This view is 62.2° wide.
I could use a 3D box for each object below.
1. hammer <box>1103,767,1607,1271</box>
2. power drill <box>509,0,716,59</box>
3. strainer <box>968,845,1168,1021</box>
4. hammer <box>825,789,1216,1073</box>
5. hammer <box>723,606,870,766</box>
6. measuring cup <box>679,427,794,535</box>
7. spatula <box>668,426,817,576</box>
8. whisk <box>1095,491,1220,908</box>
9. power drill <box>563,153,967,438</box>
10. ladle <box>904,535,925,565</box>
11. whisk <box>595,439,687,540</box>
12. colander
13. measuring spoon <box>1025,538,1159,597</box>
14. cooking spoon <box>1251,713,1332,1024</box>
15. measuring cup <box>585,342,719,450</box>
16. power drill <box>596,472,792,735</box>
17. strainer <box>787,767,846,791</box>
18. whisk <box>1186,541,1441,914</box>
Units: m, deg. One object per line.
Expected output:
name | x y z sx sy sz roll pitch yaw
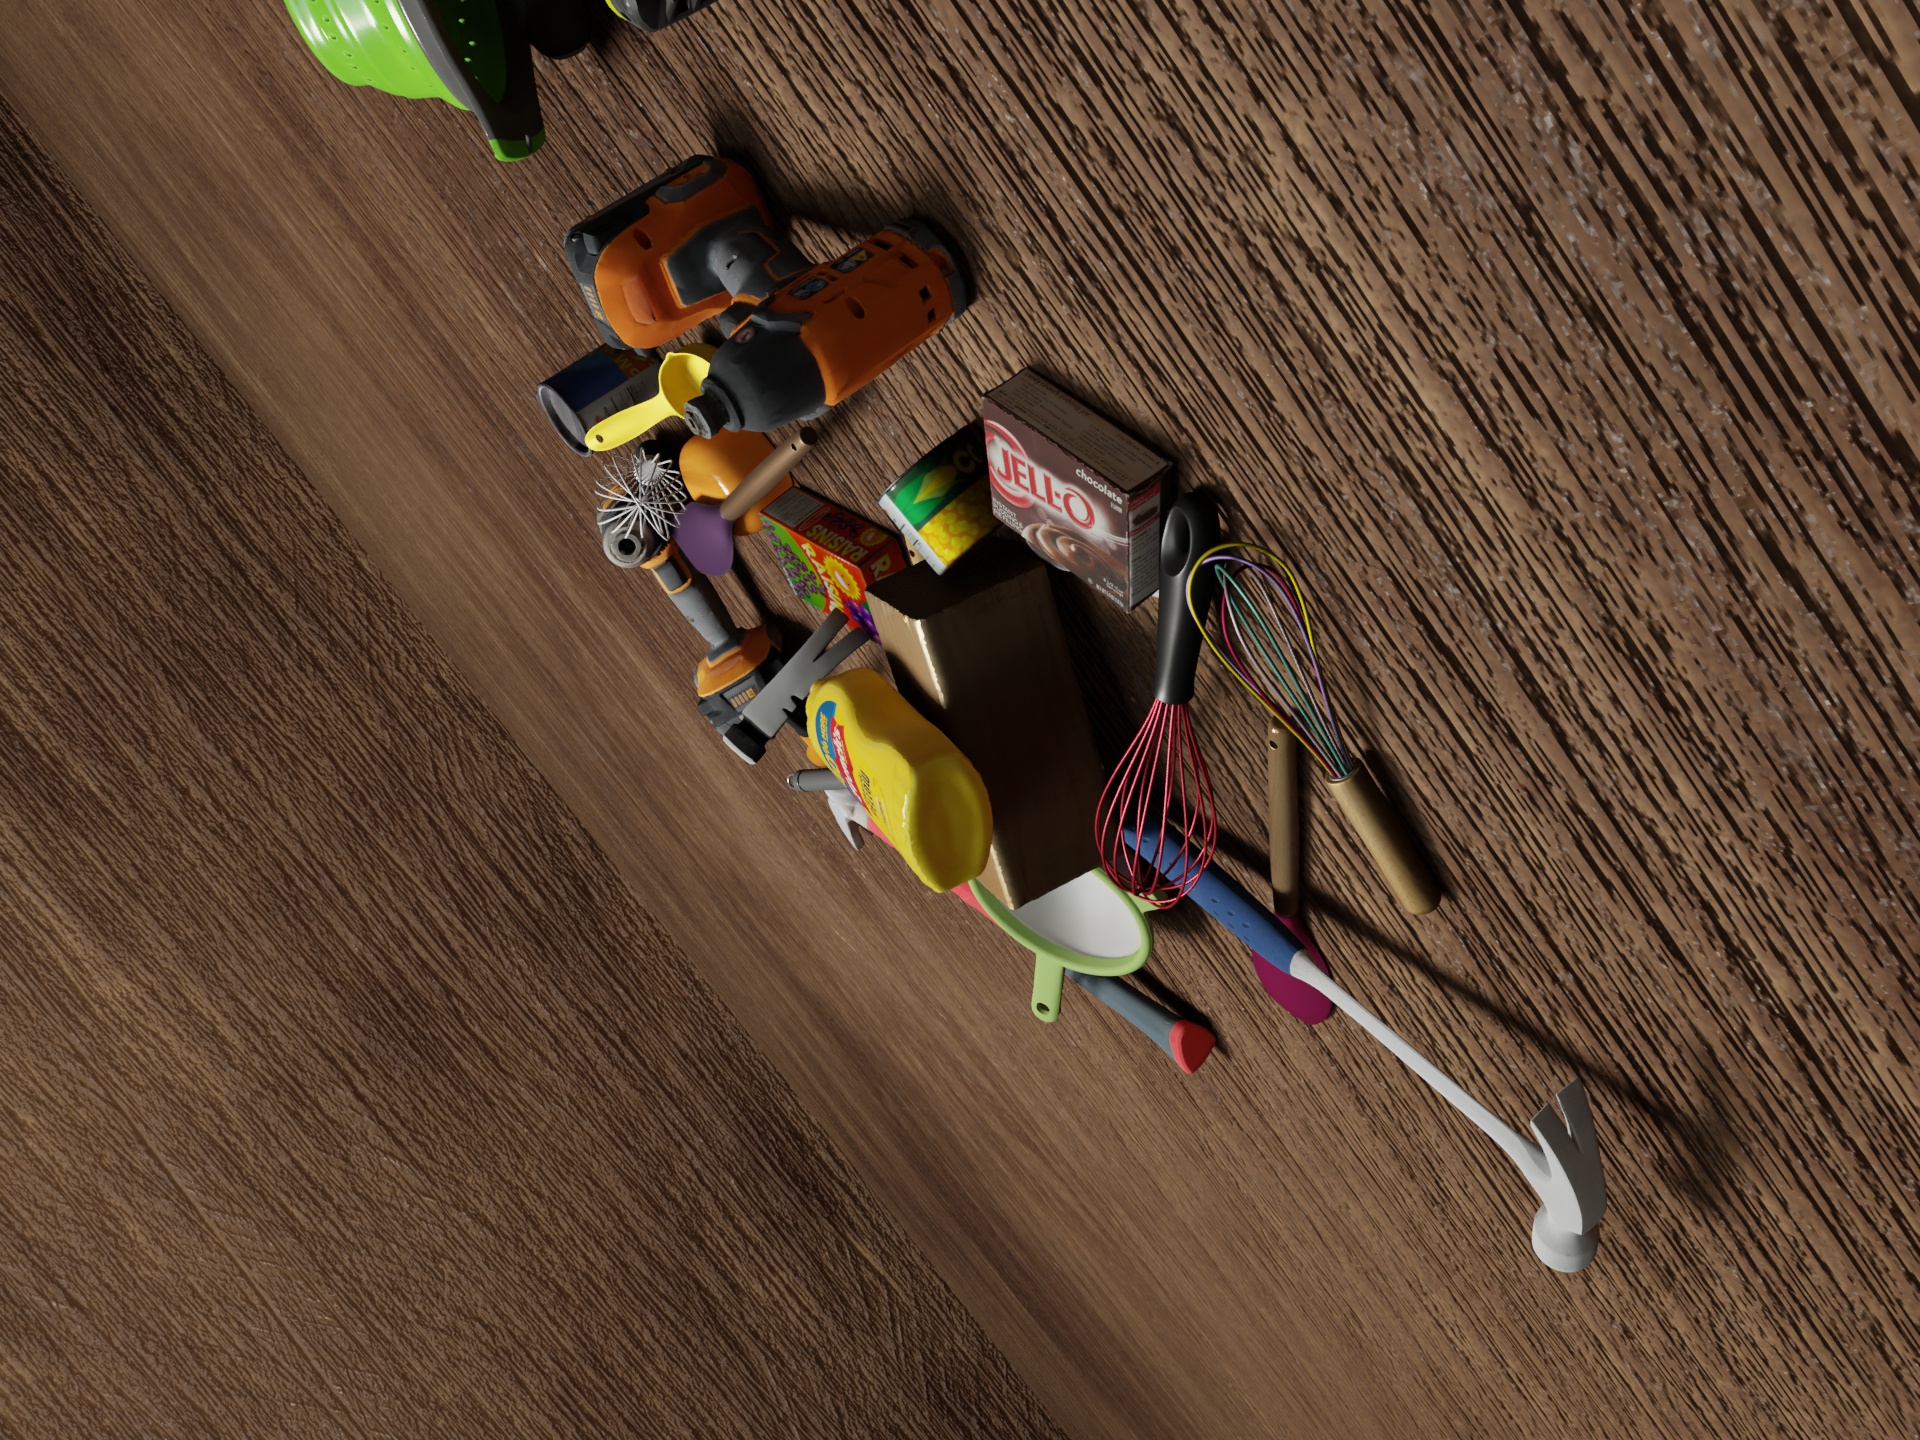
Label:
hammer | 0.209 0.146 0.942 0.406 0.035 0.143 41 159 40
power drill | -0.205 -0.431 0.825 0.229 0.080 0.190 34 152 43
strainer | 0.082 0.143 1.191 0.151 0.069 0.256 25 147 17
hammer | 0.044 0.169 1.327 0.386 0.038 0.143 34 162 22
hammer | -0.116 -0.005 1.296 0.034 0.127 0.337 41 175 5
measuring cup | -0.154 -0.149 1.219 0.095 0.052 0.173 15 138 56
spatula | -0.156 -0.153 1.128 0.059 0.018 0.316 54 156 -7
whisk | 0.117 -0.001 0.888 0.073 0.073 0.295 36 142 33
power drill | -0.126 -0.231 0.878 0.227 0.164 0.084 34 154 41
ladle | 0.016 -0.008 1.156 0.069 0.031 0.315 22 144 45
whisk | -0.241 -0.189 1.221 0.070 0.070 0.285 58 -178 -19
colander | -0.347 -0.501 0.872 0.205 0.094 0.396 -90 -14 -66
measuring spoon | 0.089 -0.089 0.896 0.124 0.018 0.034 24 164 37
cooking spoon | 0.199 0.101 0.978 0.069 0.017 0.318 36 155 34
measuring cup | -0.221 -0.232 1.168 0.156 0.029 0.062 -15 119 39
power drill | -0.227 -0.099 1.340 0.226 0.084 0.185 59 -176 -18
strainer | -0.058 0.041 1.252 0.258 0.050 0.087 -6 107 47
whisk | 0.191 0.008 0.818 0.244 0.047 0.051 54 171 -22
